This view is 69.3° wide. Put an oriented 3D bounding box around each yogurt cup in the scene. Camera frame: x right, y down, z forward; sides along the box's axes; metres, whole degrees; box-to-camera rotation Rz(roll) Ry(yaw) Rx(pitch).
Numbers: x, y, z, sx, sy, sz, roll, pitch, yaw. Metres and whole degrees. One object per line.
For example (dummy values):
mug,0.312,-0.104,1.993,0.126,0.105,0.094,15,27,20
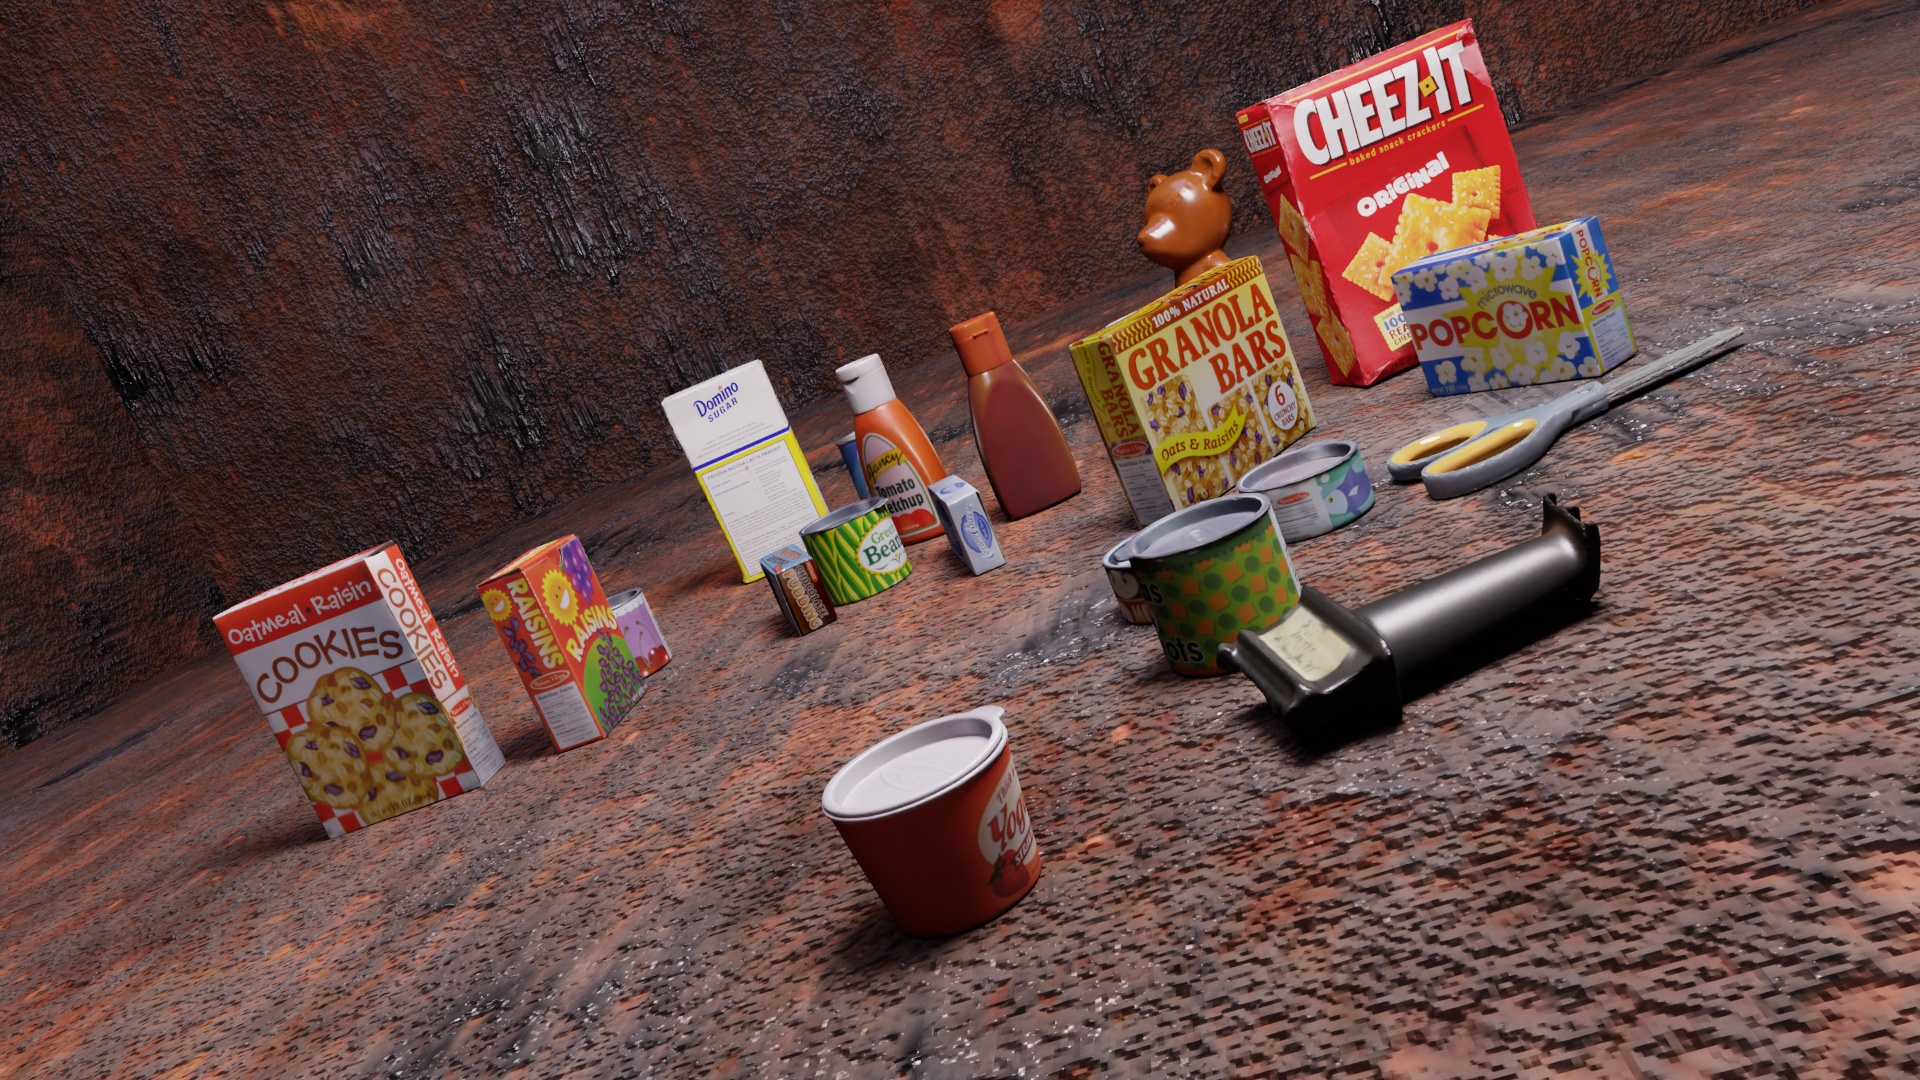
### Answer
yogurt cup,-0.007,0.098,0.477,0.072,0.054,0.072,-22,11,5

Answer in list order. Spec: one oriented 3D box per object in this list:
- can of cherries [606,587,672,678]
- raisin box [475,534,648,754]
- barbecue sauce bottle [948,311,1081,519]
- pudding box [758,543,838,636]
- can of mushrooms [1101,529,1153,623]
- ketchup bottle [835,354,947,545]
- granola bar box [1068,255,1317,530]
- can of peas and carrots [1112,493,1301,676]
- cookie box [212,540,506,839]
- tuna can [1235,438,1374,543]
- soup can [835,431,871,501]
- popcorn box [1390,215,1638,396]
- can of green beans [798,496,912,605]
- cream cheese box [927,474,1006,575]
can of cherries,-0.258,0.076,1.033,0.071,0.058,0.071,-22,11,5
raisin box,-0.262,0.067,0.924,0.040,0.123,0.086,-20,12,13
barbecue sauce bottle,0.036,-0.094,1.027,0.065,0.148,0.044,-24,11,-5
pudding box,-0.116,0.034,0.982,0.030,0.049,0.084,-25,12,-12
can of mushrooms,0.107,0.014,0.696,0.071,0.033,0.071,-22,12,5
ketchup bottle,-0.053,-0.072,1.093,0.064,0.148,0.044,-15,13,33
granola bar box,0.152,-0.097,0.886,0.166,0.124,0.039,-32,15,-39
can of peas and carrots,0.109,0.020,0.602,0.071,0.058,0.071,-22,11,5
cookie box,-0.394,0.099,0.914,0.123,0.167,0.040,-20,11,13
tuna can,0.184,-0.027,0.736,0.071,0.032,0.071,-22,12,5
soup can,-0.062,-0.060,1.220,0.071,0.083,0.071,-22,11,5
popcorn box,0.328,-0.137,0.833,0.038,0.085,0.126,-28,13,-26
can of green beans,-0.075,0.008,1.003,0.071,0.057,0.071,-22,11,5
cream cheese box,0.003,-0.012,0.955,0.024,0.053,0.104,-24,12,-5
